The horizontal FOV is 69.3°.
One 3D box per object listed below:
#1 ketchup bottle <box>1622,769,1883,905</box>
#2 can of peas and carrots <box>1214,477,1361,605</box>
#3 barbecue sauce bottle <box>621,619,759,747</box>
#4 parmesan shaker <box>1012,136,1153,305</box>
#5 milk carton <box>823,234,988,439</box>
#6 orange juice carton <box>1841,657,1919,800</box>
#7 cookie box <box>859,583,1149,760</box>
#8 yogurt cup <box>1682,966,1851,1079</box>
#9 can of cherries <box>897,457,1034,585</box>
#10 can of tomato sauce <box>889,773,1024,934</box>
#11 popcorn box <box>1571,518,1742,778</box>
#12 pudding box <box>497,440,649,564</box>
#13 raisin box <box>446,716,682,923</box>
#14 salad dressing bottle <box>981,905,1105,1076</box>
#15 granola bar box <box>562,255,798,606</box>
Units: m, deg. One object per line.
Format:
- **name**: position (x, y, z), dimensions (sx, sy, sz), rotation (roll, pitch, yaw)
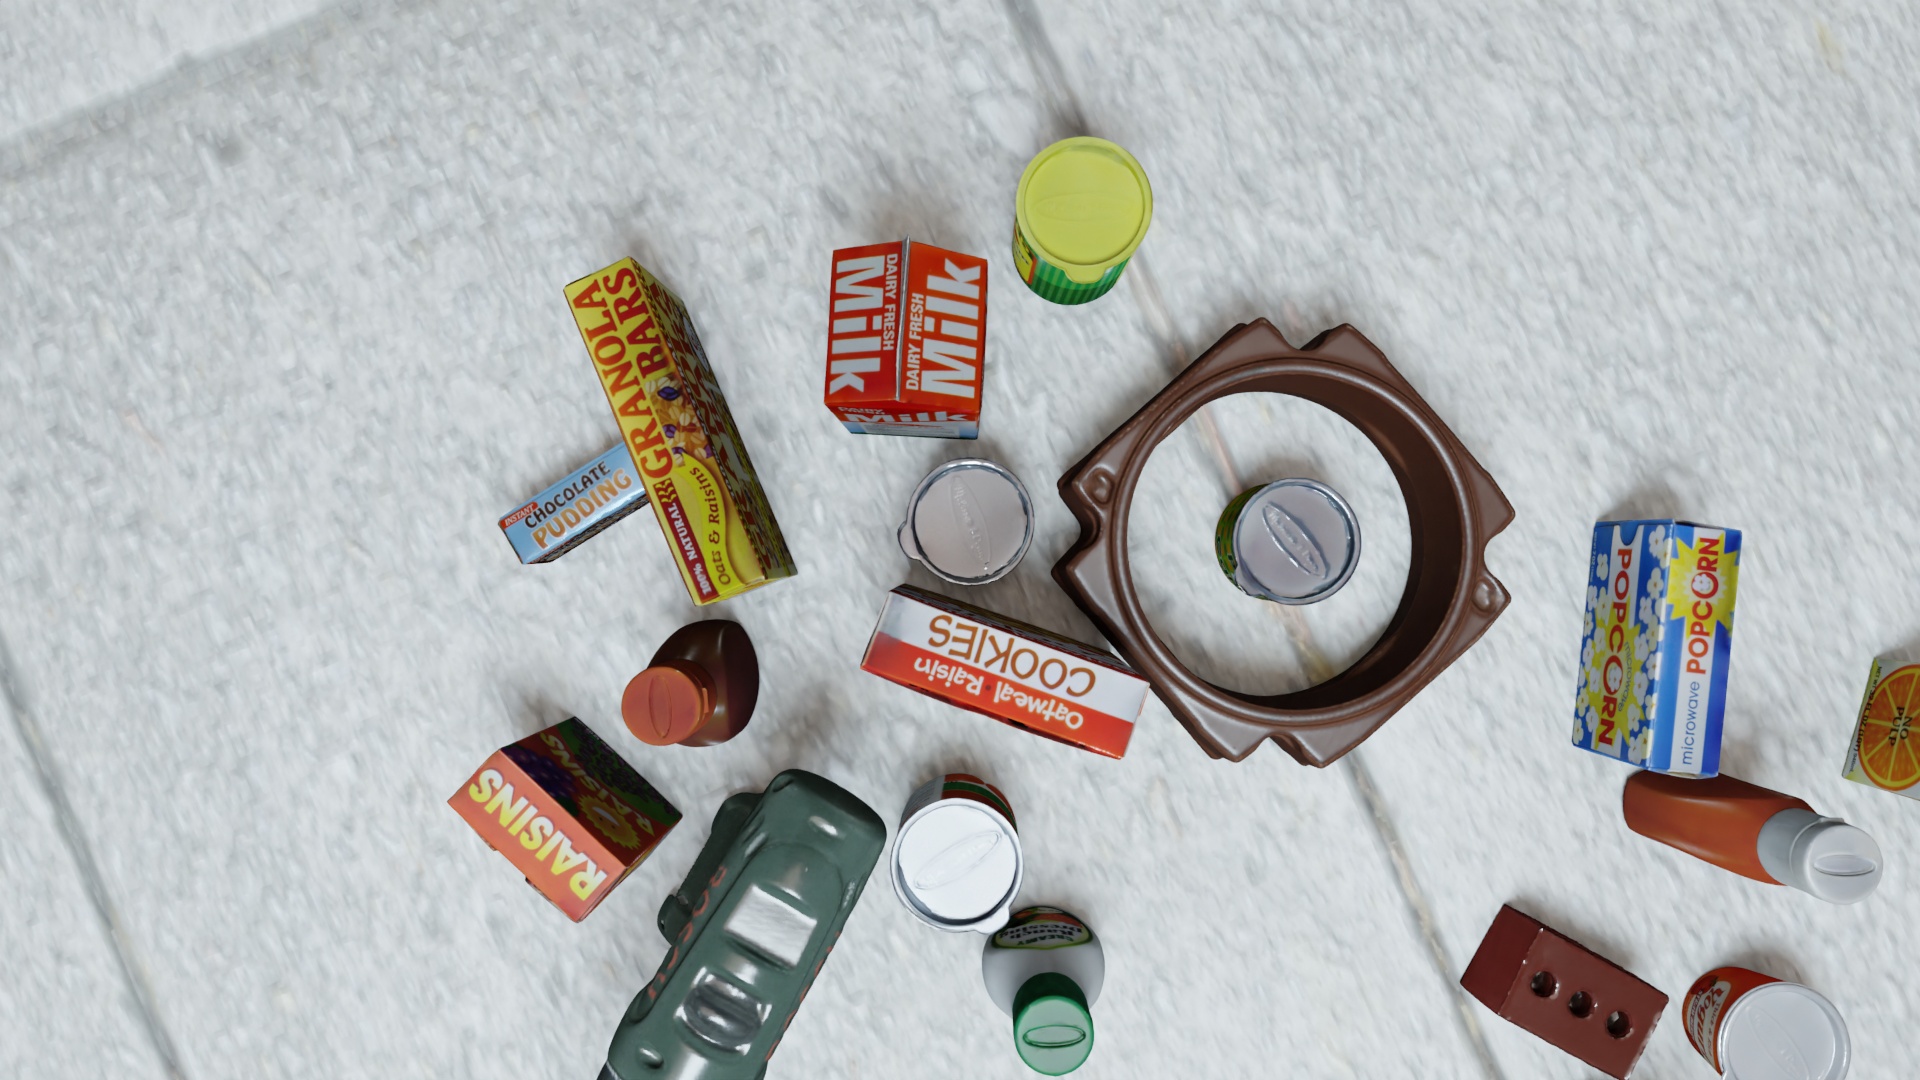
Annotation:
- **ketchup bottle**: position (0.393, 0.144, 0.691), dimensions (0.065, 0.149, 0.043), rotation (1, 90, 0)
- **can of peas and carrots**: position (0.171, 0.003, 0.739), dimensions (0.071, 0.059, 0.071), rotation (0, 89, 0)
- **barbecue sauce bottle**: position (-0.133, 0.074, 0.694), dimensions (0.044, 0.148, 0.065), rotation (-5, 90, 0)
- **parmesan shaker**: position (0.060, -0.159, 0.720), dimensions (0.071, 0.103, 0.071), rotation (0, 90, 0)
- **milk carton**: position (-0.024, -0.093, 0.675), dimensions (0.073, 0.190, 0.072), rotation (3, 90, 0)
- **orange juice carton**: position (0.527, 0.107, 0.669), dimensions (0.073, 0.192, 0.072), rotation (16, 90, 0)
- **cookie box**: position (0.020, 0.060, 0.684), dimensions (0.123, 0.167, 0.040), rotation (19, 90, 0)
- **yogurt cup**: position (0.423, 0.261, 0.736), dimensions (0.072, 0.054, 0.072), rotation (0, 89, 0)
- **can of cherries**: position (0.003, -0.009, 0.740), dimensions (0.071, 0.058, 0.071), rotation (0, 89, 0)
- **can of tomato sauce**: position (0.000, 0.162, 0.725), dimensions (0.071, 0.083, 0.071), rotation (0, 89, 0)
- **popcorn box**: position (0.361, 0.054, 0.724), dimensions (0.038, 0.085, 0.126), rotation (6, 89, 0)
- **pudding box**: position (-0.199, -0.021, 0.745), dimensions (0.084, 0.049, 0.030), rotation (-31, 89, 0)
- **raisin box**: position (-0.197, 0.138, 0.705), dimensions (0.086, 0.123, 0.040), rotation (43, 90, 1)
- **salad dressing bottle**: position (0.043, 0.222, 0.691), dimensions (0.064, 0.147, 0.044), rotation (-3, 90, 0)
- **granola bar box**: position (-0.139, -0.050, 0.708), dimensions (0.039, 0.124, 0.165), rotation (-23, 89, 0)
